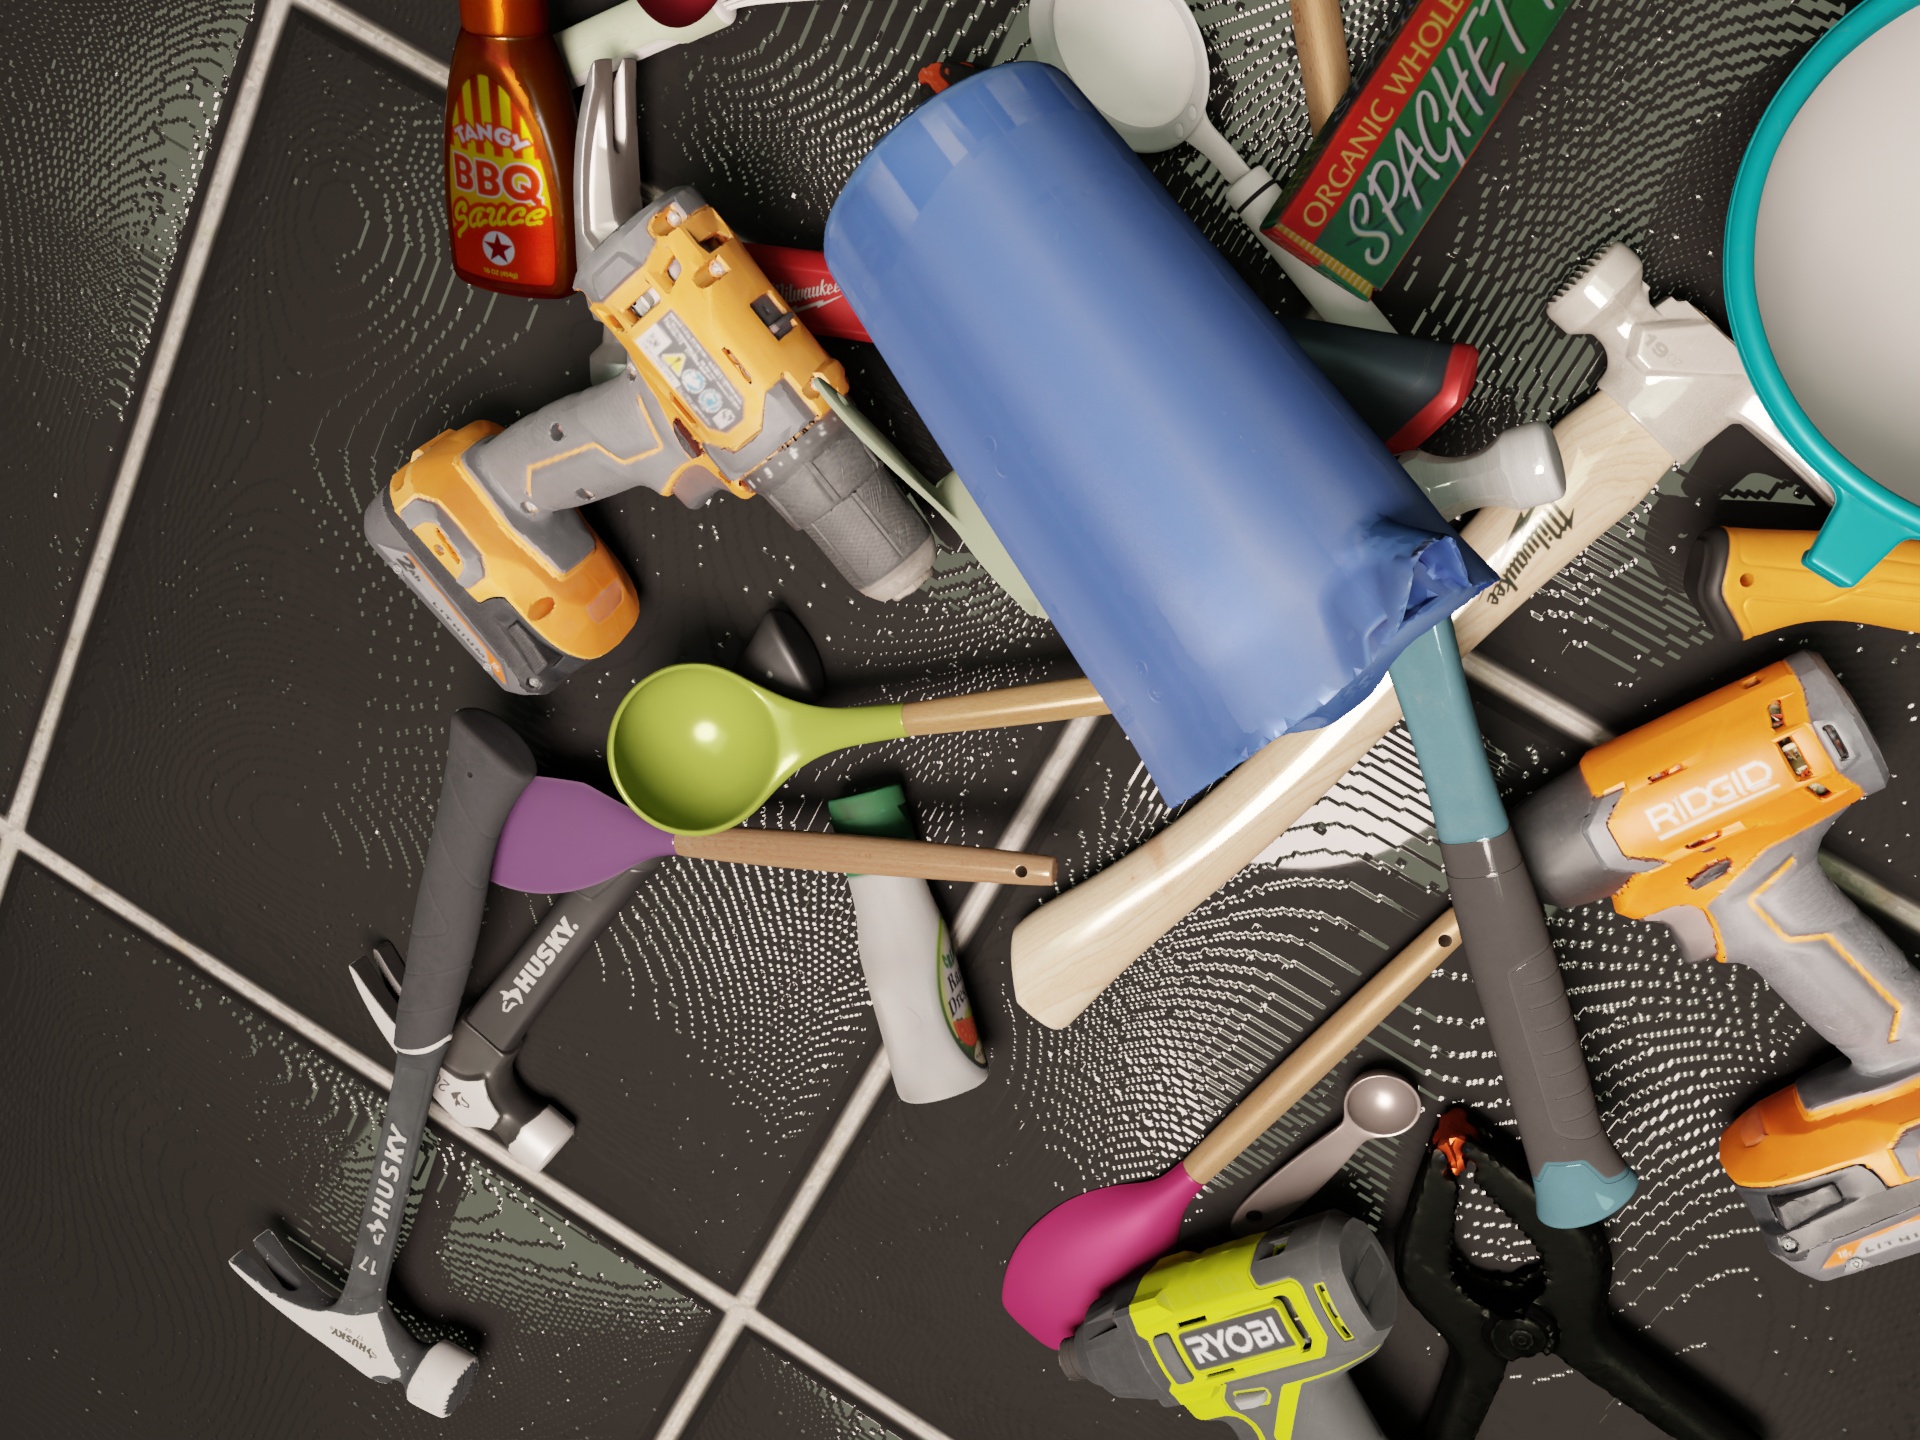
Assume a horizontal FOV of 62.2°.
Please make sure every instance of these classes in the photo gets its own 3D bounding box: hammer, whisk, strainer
[{"bbox_3d":[0.208,0.056,0.628,0.128,0.033,0.331,-12,106,31],"label":"hammer"},{"bbox_3d":[-0.180,0.075,0.801,0.146,0.035,0.334,41,110,2],"label":"hammer"},{"bbox_3d":[-0.095,-0.311,0.677,0.246,0.058,0.059,-12,110,22],"label":"whisk"},{"bbox_3d":[0.012,-0.179,0.645,0.386,0.038,0.143,13,117,20],"label":"hammer"},{"bbox_3d":[0.112,-0.219,0.638,0.050,0.087,0.258,-41,92,-24],"label":"strainer"},{"bbox_3d":[0.175,0.002,0.686,0.146,0.038,0.410,43,111,0],"label":"hammer"},{"bbox_3d":[0.357,-0.216,0.562,0.211,0.095,0.340,-11,85,10],"label":"strainer"},{"bbox_3d":[-0.283,0.177,0.818,0.149,0.036,0.408,24,113,10],"label":"hammer"},{"bbox_3d":[0.444,-0.046,0.581,0.337,0.034,0.127,6,106,6],"label":"hammer"}]

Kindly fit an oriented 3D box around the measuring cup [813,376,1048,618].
[{"bbox_3d":[0.003,-0.102,0.650,0.038,0.167,0.083,-37,50,15],"label":"measuring cup"}]

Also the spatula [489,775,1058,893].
[{"bbox_3d":[-0.108,0.060,0.744,0.316,0.018,0.059,2,101,19],"label":"spatula"}]

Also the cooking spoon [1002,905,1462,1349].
[{"bbox_3d":[0.128,0.199,0.757,0.069,0.017,0.319,41,111,2],"label":"cooking spoon"}]

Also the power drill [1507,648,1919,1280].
[{"bbox_3d":[0.324,0.105,0.650,0.164,0.084,0.226,-29,91,22],"label":"power drill"}]

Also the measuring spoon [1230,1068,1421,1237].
[{"bbox_3d":[0.169,0.205,0.753,0.034,0.018,0.124,36,117,-6],"label":"measuring spoon"}]

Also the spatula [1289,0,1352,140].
[{"bbox_3d":[0.125,-0.324,0.614,0.082,0.044,0.317,-8,103,25],"label":"spatula"}]

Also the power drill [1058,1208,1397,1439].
[{"bbox_3d":[0.157,0.352,0.741,0.171,0.080,0.223,-30,88,31],"label":"power drill"}]

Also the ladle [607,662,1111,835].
[{"bbox_3d":[-0.001,-0.002,0.686,0.320,0.062,0.078,-7,95,15],"label":"ladle"}]

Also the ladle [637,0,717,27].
[{"bbox_3d":[-0.078,-0.437,0.629,0.069,0.031,0.315,23,99,29],"label":"ladle"}]

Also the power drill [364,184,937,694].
[{"bbox_3d":[-0.133,-0.094,0.694,0.226,0.084,0.185,-30,107,34],"label":"power drill"}]
